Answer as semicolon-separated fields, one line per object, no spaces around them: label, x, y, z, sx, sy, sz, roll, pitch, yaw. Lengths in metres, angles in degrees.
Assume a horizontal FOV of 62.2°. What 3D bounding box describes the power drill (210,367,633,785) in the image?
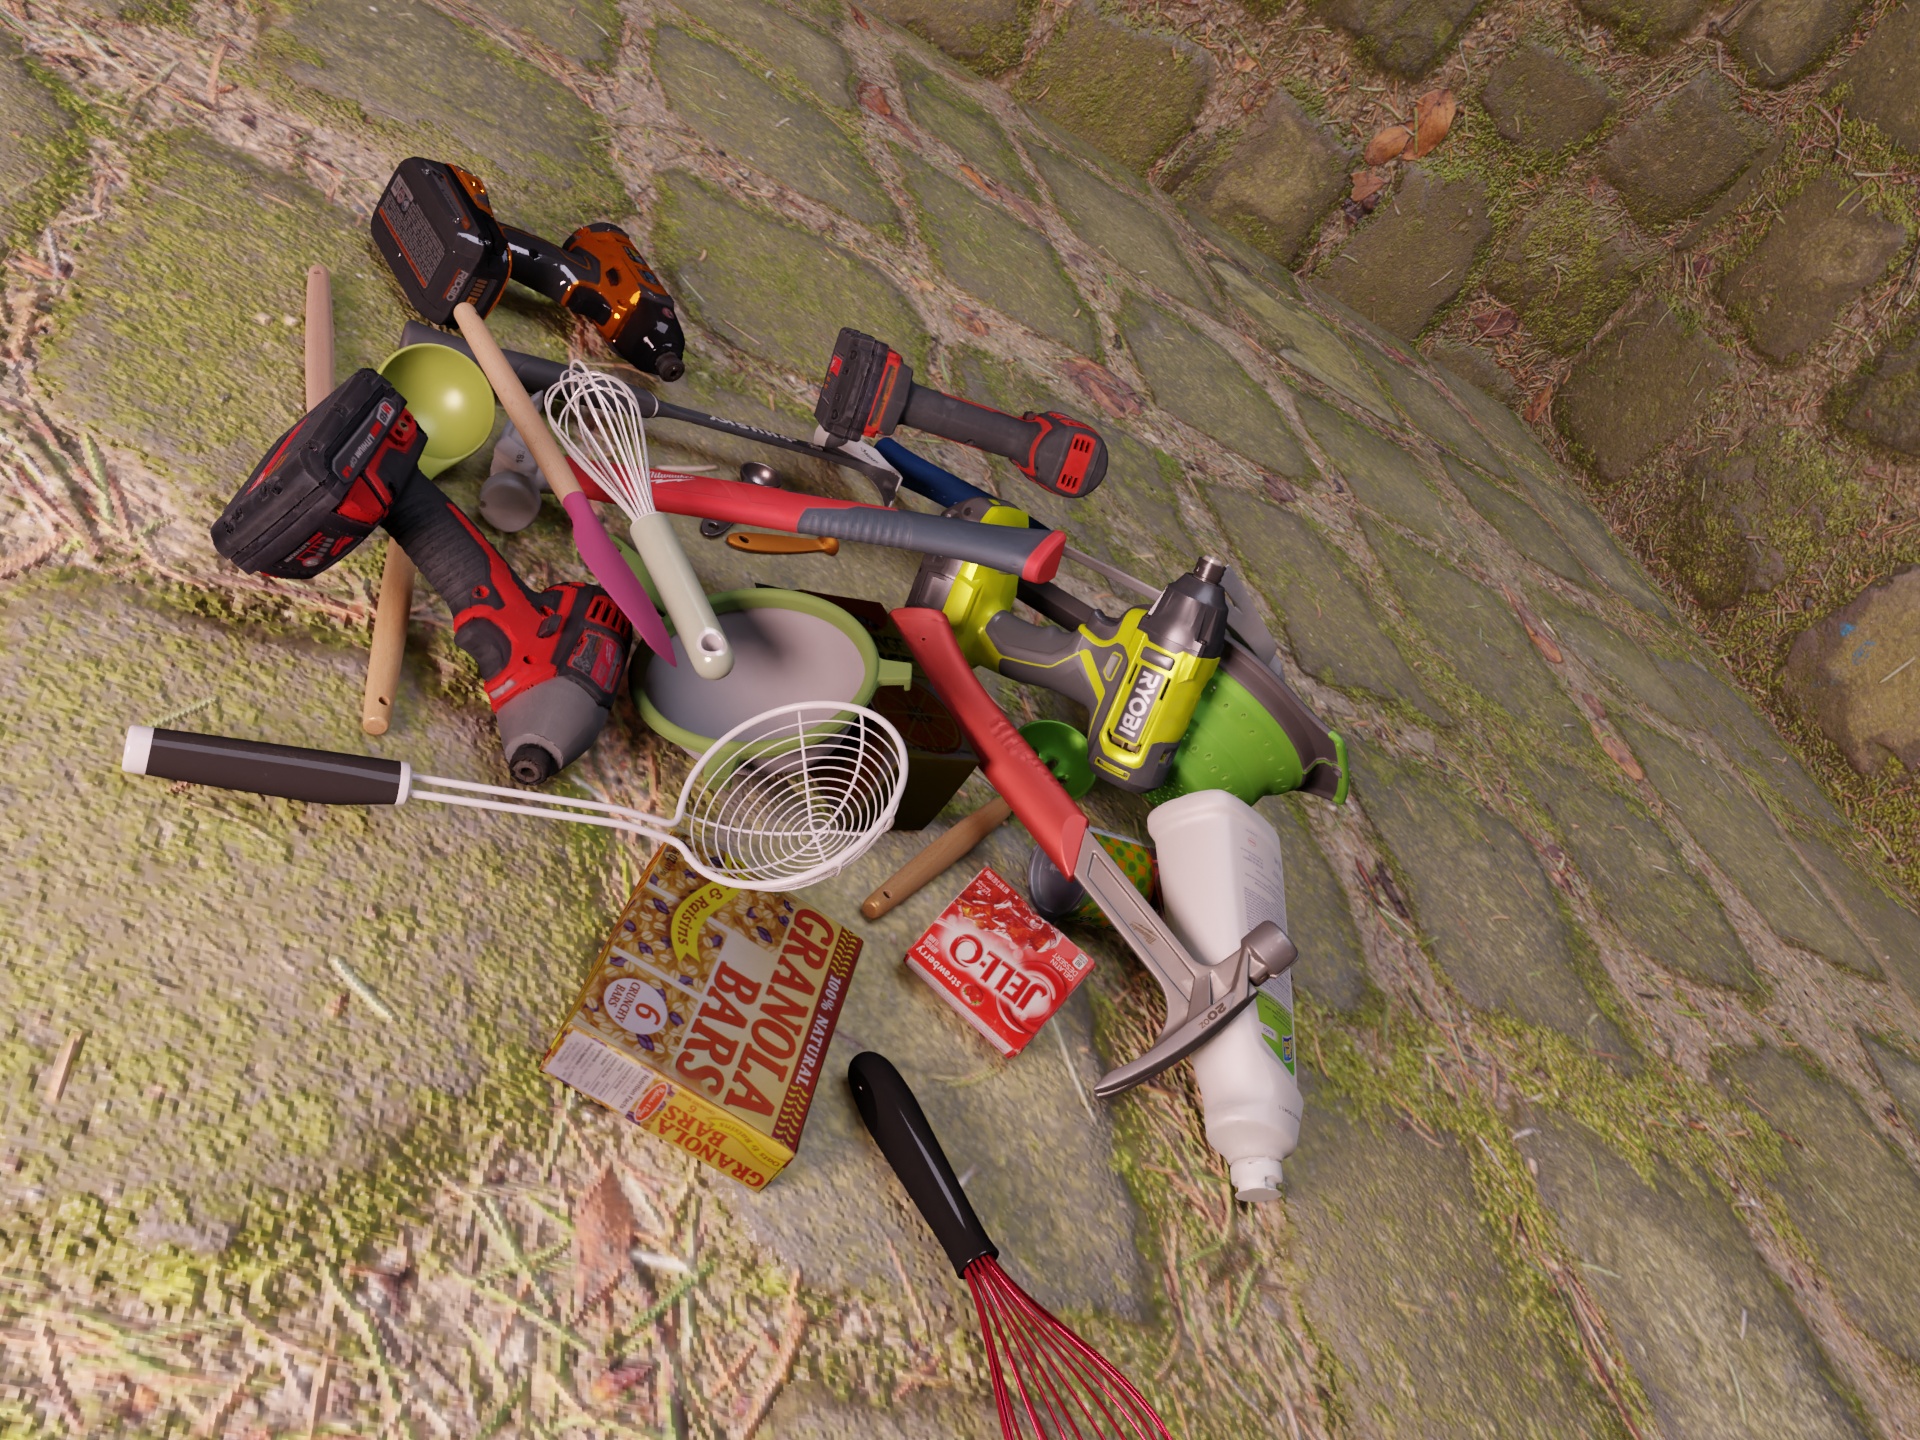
power drill;-0.273;-0.067;0.851;0.219;0.078;0.143;45;29;-29

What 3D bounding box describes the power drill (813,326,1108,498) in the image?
power drill;0.000;-0.247;1.300;0.226;0.080;0.188;16;14;-14

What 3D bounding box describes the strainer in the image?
strainer;-0.160;-0.037;1.006;0.151;0.069;0.257;-30;50;-30

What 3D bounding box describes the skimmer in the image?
skimmer;-0.206;0.018;0.783;0.363;0.090;0.127;10;37;-25

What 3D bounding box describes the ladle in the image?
ladle;-0.321;-0.115;0.932;0.078;0.062;0.321;24;35;-31

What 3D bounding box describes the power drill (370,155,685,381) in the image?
power drill;-0.316;-0.335;1.222;0.226;0.084;0.164;3;45;-52

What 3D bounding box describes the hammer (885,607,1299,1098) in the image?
hammer;0.047;0.063;1.028;0.359;0.149;0.036;51;-6;27

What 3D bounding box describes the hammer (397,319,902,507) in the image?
hammer;-0.222;-0.232;1.203;0.408;0.036;0.149;8;24;-37

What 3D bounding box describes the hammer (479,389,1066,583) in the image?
hammer;-0.119;-0.152;1.090;0.386;0.038;0.143;8;36;-9

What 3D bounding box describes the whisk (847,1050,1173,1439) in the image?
whisk;0.019;0.277;0.762;0.073;0.073;0.296;6;38;-44

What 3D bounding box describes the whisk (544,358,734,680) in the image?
whisk;-0.195;-0.125;0.976;0.058;0.059;0.247;-18;65;-24

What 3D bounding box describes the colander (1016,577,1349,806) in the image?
colander;0.117;-0.027;1.263;0.397;0.094;0.204;34;-16;29

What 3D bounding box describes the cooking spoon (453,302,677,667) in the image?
cooking spoon;-0.249;-0.154;0.982;0.319;0.017;0.068;55;3;26

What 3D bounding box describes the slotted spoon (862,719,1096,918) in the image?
slotted spoon;0.015;0.067;1.083;0.070;0.031;0.314;43;31;9

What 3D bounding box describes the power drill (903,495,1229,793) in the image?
power drill;0.079;-0.071;1.156;0.223;0.171;0.080;28;15;24

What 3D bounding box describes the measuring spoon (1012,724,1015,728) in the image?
measuring spoon;-0.002;-0.004;1.164;0.128;0.021;0.042;5;43;-42

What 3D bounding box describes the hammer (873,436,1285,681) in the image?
hammer;0.079;-0.144;1.285;0.406;0.035;0.143;31;-12;31

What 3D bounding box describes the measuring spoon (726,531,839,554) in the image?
measuring spoon;-0.133;-0.138;1.216;0.117;0.011;0.021;-5;51;-51

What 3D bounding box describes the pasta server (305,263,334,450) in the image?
pasta server;-0.400;-0.210;0.993;0.060;0.040;0.317;-2;43;-21

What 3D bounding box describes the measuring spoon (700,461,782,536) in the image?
measuring spoon;-0.171;-0.164;1.214;0.034;0.018;0.124;27;36;1
